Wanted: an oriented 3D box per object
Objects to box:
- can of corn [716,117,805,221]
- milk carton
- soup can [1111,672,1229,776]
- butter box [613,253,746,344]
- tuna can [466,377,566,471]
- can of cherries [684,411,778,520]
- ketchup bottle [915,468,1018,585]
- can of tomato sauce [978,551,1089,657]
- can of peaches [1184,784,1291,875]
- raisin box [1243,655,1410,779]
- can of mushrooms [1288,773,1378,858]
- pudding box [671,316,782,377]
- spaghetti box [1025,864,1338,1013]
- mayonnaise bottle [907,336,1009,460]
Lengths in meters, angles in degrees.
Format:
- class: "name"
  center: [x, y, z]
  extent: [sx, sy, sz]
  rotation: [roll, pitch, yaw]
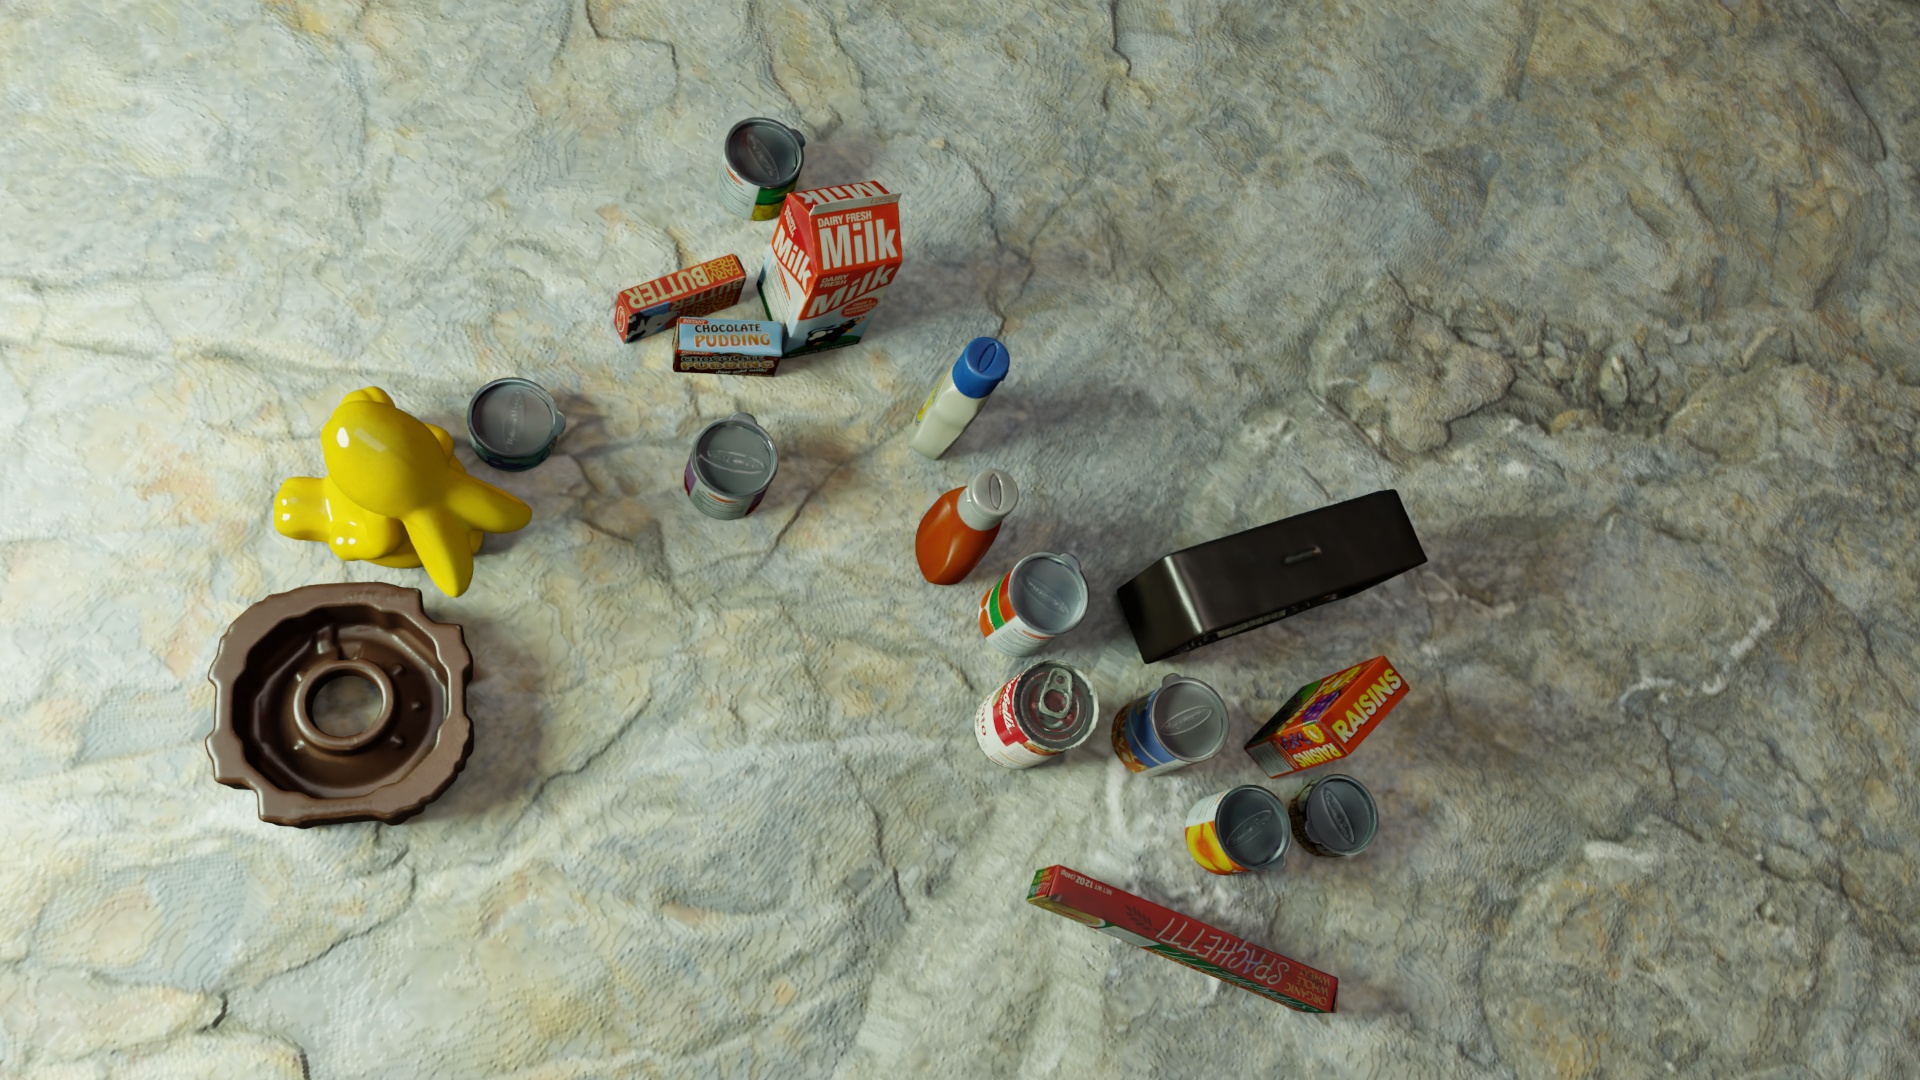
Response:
- class: "can of corn"
  center: [-0.167, -0.312, 1.168]
  extent: [0.071, 0.058, 0.071]
  rotation: [5, 71, -16]
- class: "milk carton"
  center: [-0.101, -0.218, 1.085]
  extent: [0.072, 0.190, 0.073]
  rotation: [-15, 78, -21]
- class: "soup can"
  center: [0.164, 0.147, 1.104]
  extent: [0.071, 0.083, 0.071]
  rotation: [5, 71, -16]
- class: "butter box"
  center: [-0.225, -0.194, 1.113]
  extent: [0.104, 0.053, 0.024]
  rotation: [-25, 81, -23]
- class: "tuna can"
  center: [-0.336, -0.087, 1.054]
  extent: [0.071, 0.032, 0.071]
  rotation: [5, 71, -16]
- class: "can of cherries"
  center: [-0.178, -0.057, 1.079]
  extent: [0.071, 0.058, 0.071]
  rotation: [5, 71, -16]
- class: "ketchup bottle"
  center: [0.004, -0.013, 1.072]
  extent: [0.043, 0.148, 0.065]
  rotation: [1, 72, -17]
- class: "can of tomato sauce"
  center: [0.057, 0.050, 1.103]
  extent: [0.071, 0.082, 0.071]
  rotation: [5, 71, -16]
- class: "can of peaches"
  center: [0.221, 0.234, 1.107]
  extent: [0.071, 0.058, 0.071]
  rotation: [5, 71, -16]
- class: "raisin box"
  center: [0.295, 0.144, 1.124]
  extent: [0.086, 0.123, 0.040]
  rotation: [-38, 87, -24]
- class: "can of mushrooms"
  center: [0.306, 0.229, 1.148]
  extent: [0.071, 0.033, 0.071]
  rotation: [5, 71, -16]
- class: "pudding box"
  center: [-0.187, -0.155, 1.114]
  extent: [0.084, 0.049, 0.030]
  rotation: [1, 72, -17]
- class: "spaghetti box"
  center: [0.173, 0.309, 1.071]
  extent: [0.250, 0.050, 0.029]
  rotation: [24, 67, -9]
- class: "mayonnaise bottle"
  center: [0.000, -0.116, 1.105]
  extent: [0.041, 0.147, 0.065]
  rotation: [30, 66, -6]
